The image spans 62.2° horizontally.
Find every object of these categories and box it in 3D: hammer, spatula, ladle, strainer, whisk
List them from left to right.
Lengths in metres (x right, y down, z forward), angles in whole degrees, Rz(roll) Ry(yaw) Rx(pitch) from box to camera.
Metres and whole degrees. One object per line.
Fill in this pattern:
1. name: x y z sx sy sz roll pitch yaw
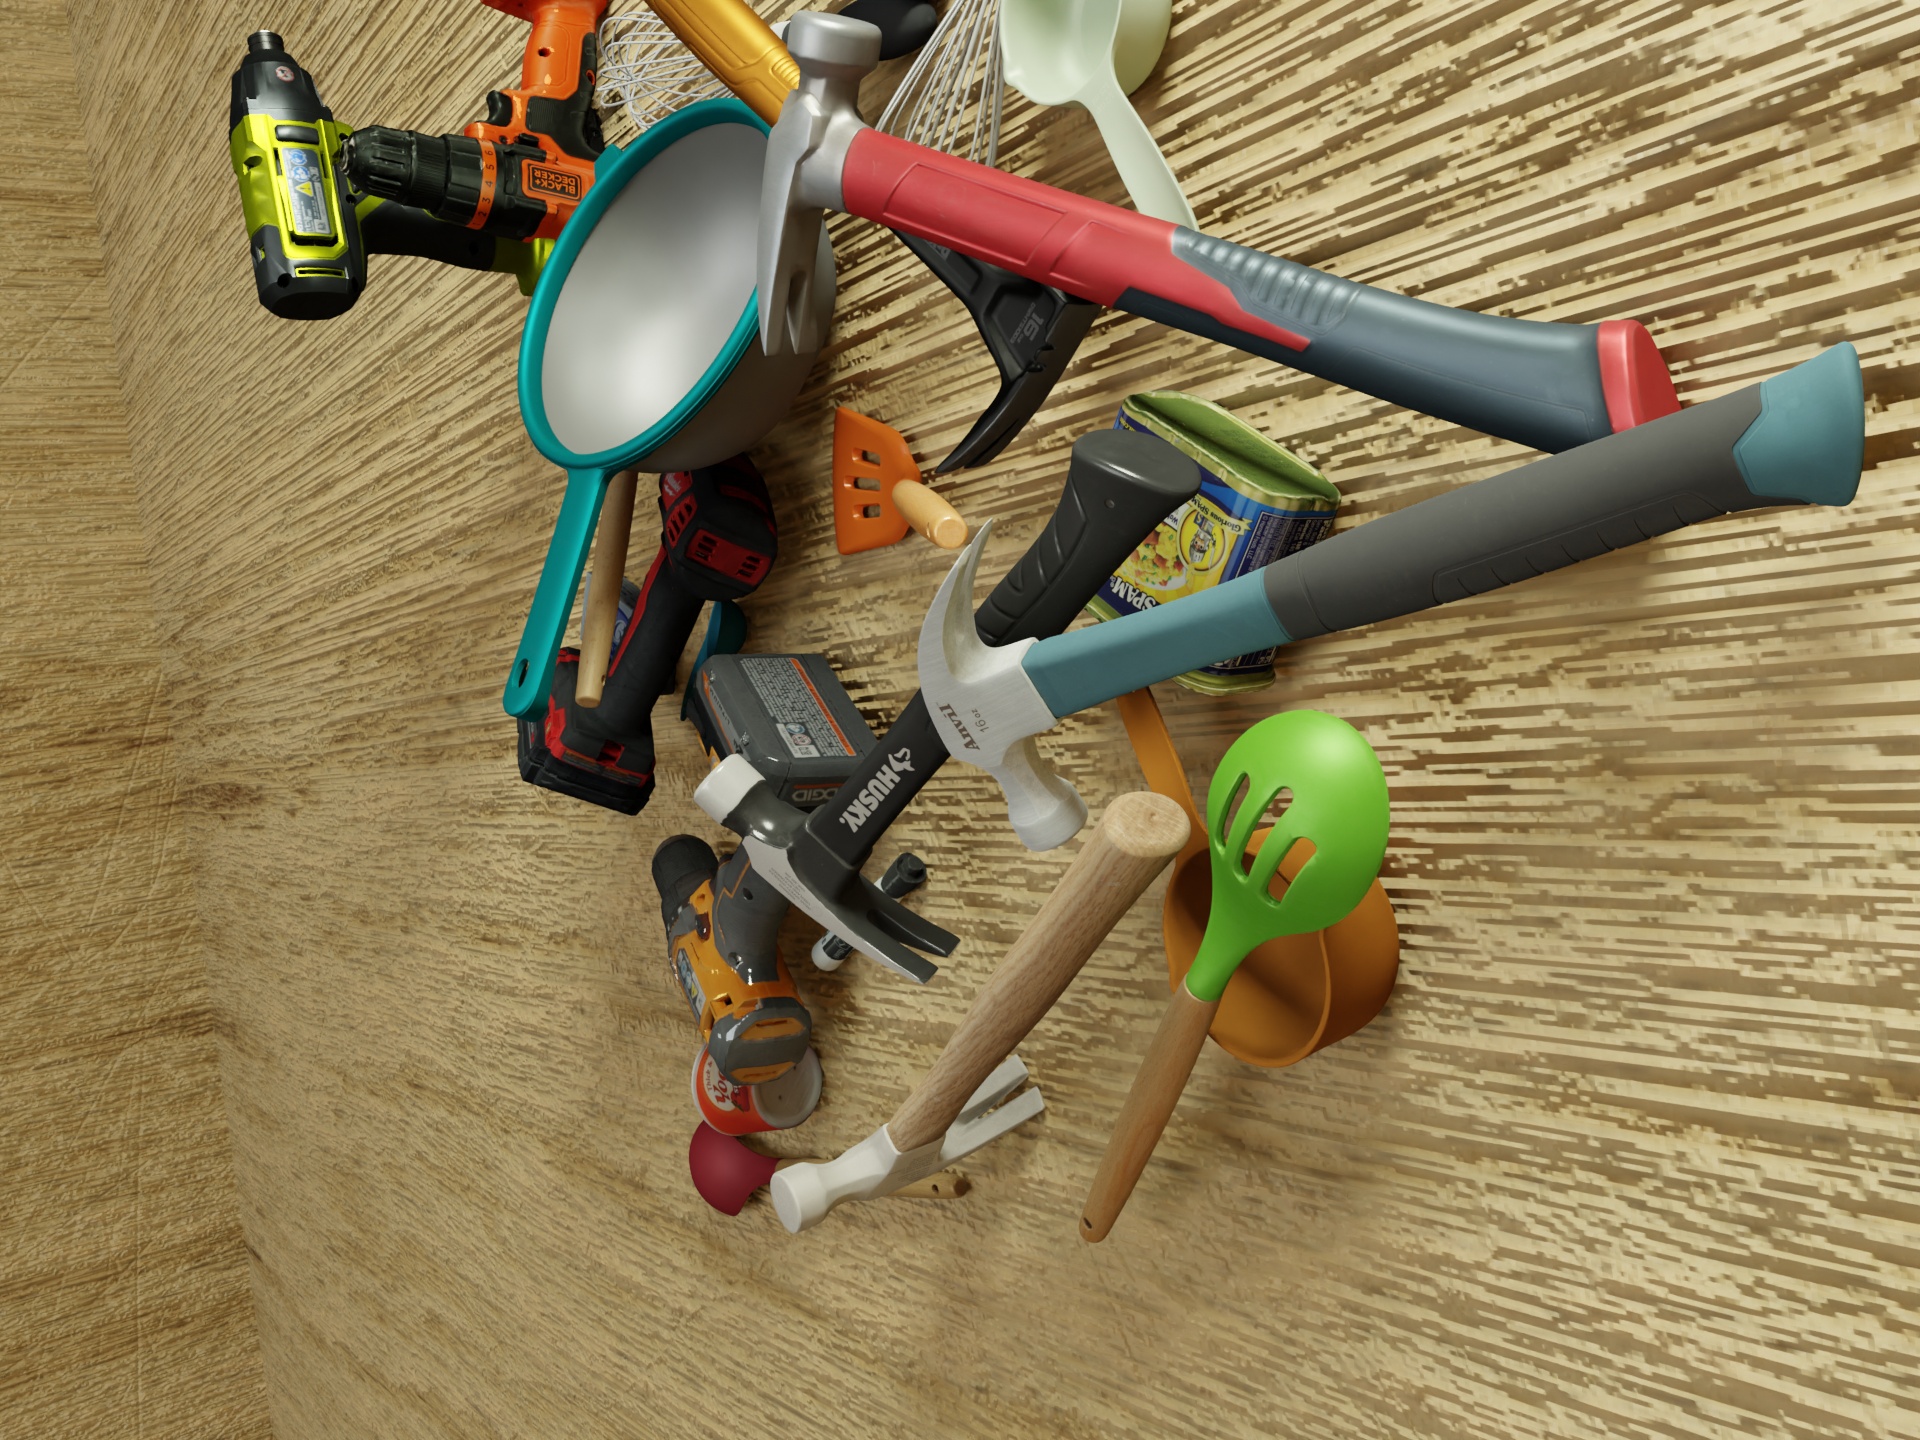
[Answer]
1. ladle: -0.205 -0.149 0.917 0.078 0.062 0.320 85 -174 -61
2. strainer: -0.153 -0.154 0.843 0.211 0.095 0.340 8 79 43
3. whisk: -0.111 -0.356 0.845 0.285 0.070 0.070 15 109 46
4. ladle: -0.093 0.278 0.976 0.315 0.031 0.069 -17 84 52
5. hammer: -0.068 -0.264 0.724 0.337 0.034 0.127 50 130 19
6. spatula: -0.031 -0.100 0.725 0.323 0.041 0.081 -120 29 -76
7. hammer: -0.001 -0.002 0.675 0.146 0.035 0.334 43 136 2
8. whisk: 0.015 -0.327 0.690 0.058 0.059 0.246 -78 9 -61
9. hammer: 0.017 0.132 0.690 0.031 0.130 0.331 60 145 25
10. hammer: 0.067 -0.152 0.590 0.387 0.038 0.143 30 122 32
11. hammer: 0.119 -0.042 0.523 0.331 0.033 0.128 -18 116 38

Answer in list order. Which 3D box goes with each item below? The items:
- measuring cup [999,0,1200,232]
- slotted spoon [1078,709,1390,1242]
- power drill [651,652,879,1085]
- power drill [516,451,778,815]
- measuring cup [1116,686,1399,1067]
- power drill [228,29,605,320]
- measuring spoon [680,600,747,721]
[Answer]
1. measuring cup: 0.070 -0.250 0.639 0.083 0.038 0.168 -41 66 49
2. slotted spoon: 0.088 0.120 0.613 0.070 0.031 0.313 49 142 32
3. power drill: -0.126 0.070 0.921 0.186 0.084 0.226 54 137 46
4. power drill: -0.184 -0.065 0.946 0.219 0.078 0.143 -56 31 22
5. measuring cup: 0.111 0.047 0.628 0.095 0.052 0.174 -44 62 52
6. power drill: -0.340 -0.343 1.010 0.080 0.223 0.171 -16 84 53
7. measuring spoon: -0.156 -0.033 1.006 0.128 0.021 0.042 124 149 -54
